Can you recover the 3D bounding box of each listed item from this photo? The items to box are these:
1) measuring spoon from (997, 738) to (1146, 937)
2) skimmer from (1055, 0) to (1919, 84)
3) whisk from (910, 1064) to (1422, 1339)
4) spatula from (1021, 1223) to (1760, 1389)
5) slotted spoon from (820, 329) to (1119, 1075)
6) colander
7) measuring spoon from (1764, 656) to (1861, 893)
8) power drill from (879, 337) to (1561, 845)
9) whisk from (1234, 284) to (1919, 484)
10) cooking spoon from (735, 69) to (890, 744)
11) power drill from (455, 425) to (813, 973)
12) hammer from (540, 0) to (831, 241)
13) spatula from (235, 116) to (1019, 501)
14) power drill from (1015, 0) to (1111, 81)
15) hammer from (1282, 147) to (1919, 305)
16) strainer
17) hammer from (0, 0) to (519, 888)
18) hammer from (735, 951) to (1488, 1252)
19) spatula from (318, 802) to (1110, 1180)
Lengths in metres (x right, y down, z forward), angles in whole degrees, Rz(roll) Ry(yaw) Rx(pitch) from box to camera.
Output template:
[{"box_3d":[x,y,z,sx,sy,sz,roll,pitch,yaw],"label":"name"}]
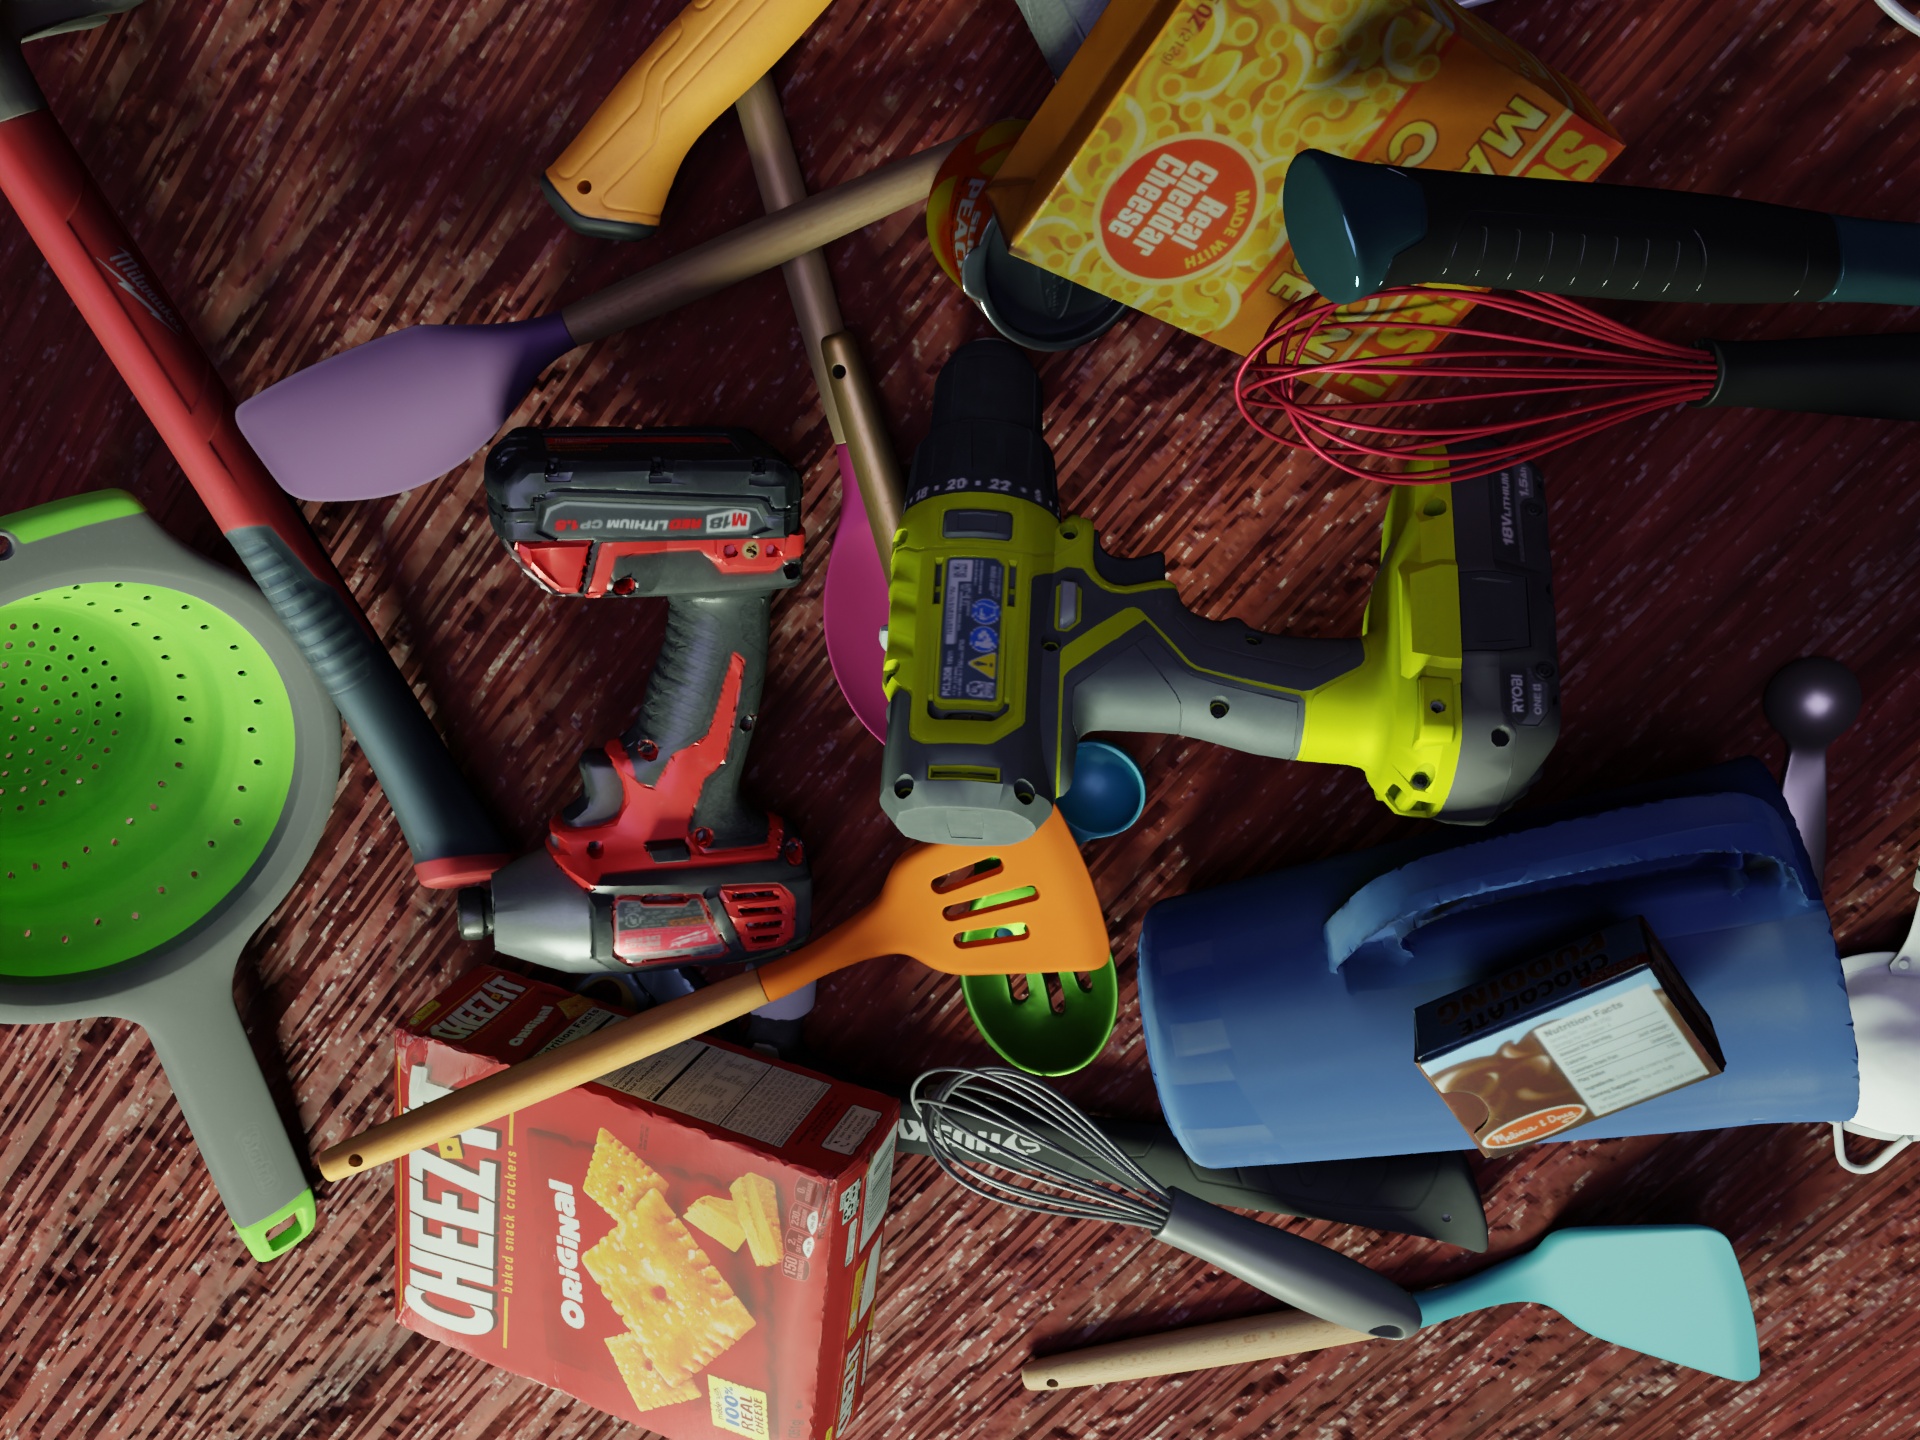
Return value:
[{"box_3d":[0.038,0.058,0.677,0.042,0.021,0.128,33,118,5],"label":"measuring spoon"},{"box_3d":[0.209,-0.237,0.517,0.363,0.090,0.127,-11,137,14],"label":"skimmer"},{"box_3d":[0.087,0.203,0.661,0.239,0.055,0.055,26,109,-5],"label":"whisk"},{"box_3d":[0.177,0.273,0.705,0.317,0.044,0.082,-16,110,14],"label":"spatula"},{"box_3d":[-0.001,-0.002,0.640,0.070,0.031,0.313,-12,104,22],"label":"slotted spoon"},{"box_3d":[-0.370,0.083,0.703,0.095,0.204,0.396,24,132,36],"label":"colander"},{"box_3d":[0.331,0.037,0.621,0.034,0.018,0.124,-2,108,9],"label":"measuring spoon"},{"box_3d":[0.086,-0.049,0.577,0.228,0.080,0.191,3,70,3],"label":"power drill"},{"box_3d":[0.232,-0.117,0.536,0.295,0.073,0.073,-2,108,-12],"label":"whisk"},{"box_3d":[-0.049,-0.136,0.626,0.069,0.017,0.318,-16,105,0],"label":"cooking spoon"},{"box_3d":[-0.130,-0.001,0.631,0.143,0.079,0.219,-3,111,-17],"label":"power drill"},{"box_3d":[-0.030,-0.302,0.550,0.337,0.034,0.127,-43,98,13],"label":"hammer"},{"box_3d":[-0.123,-0.156,0.601,0.316,0.018,0.059,-22,125,6],"label":"spatula"},{"box_3d":[0.084,-0.313,0.479,0.226,0.084,0.185,-25,102,16],"label":"power drill"},{"box_3d":[0.257,-0.145,0.498,0.331,0.033,0.128,-1,83,-15],"label":"hammer"},{"box_3d":[0.377,0.070,0.615,0.087,0.050,0.258,10,106,21],"label":"strainer"},{"box_3d":[-0.281,-0.098,0.644,0.038,0.143,0.386,-15,116,21],"label":"hammer"},{"box_3d":[0.063,0.195,0.704,0.335,0.035,0.146,7,107,6],"label":"hammer"},{"box_3d":[-0.101,0.117,0.633,0.322,0.041,0.081,-22,104,-5],"label":"spatula"}]
